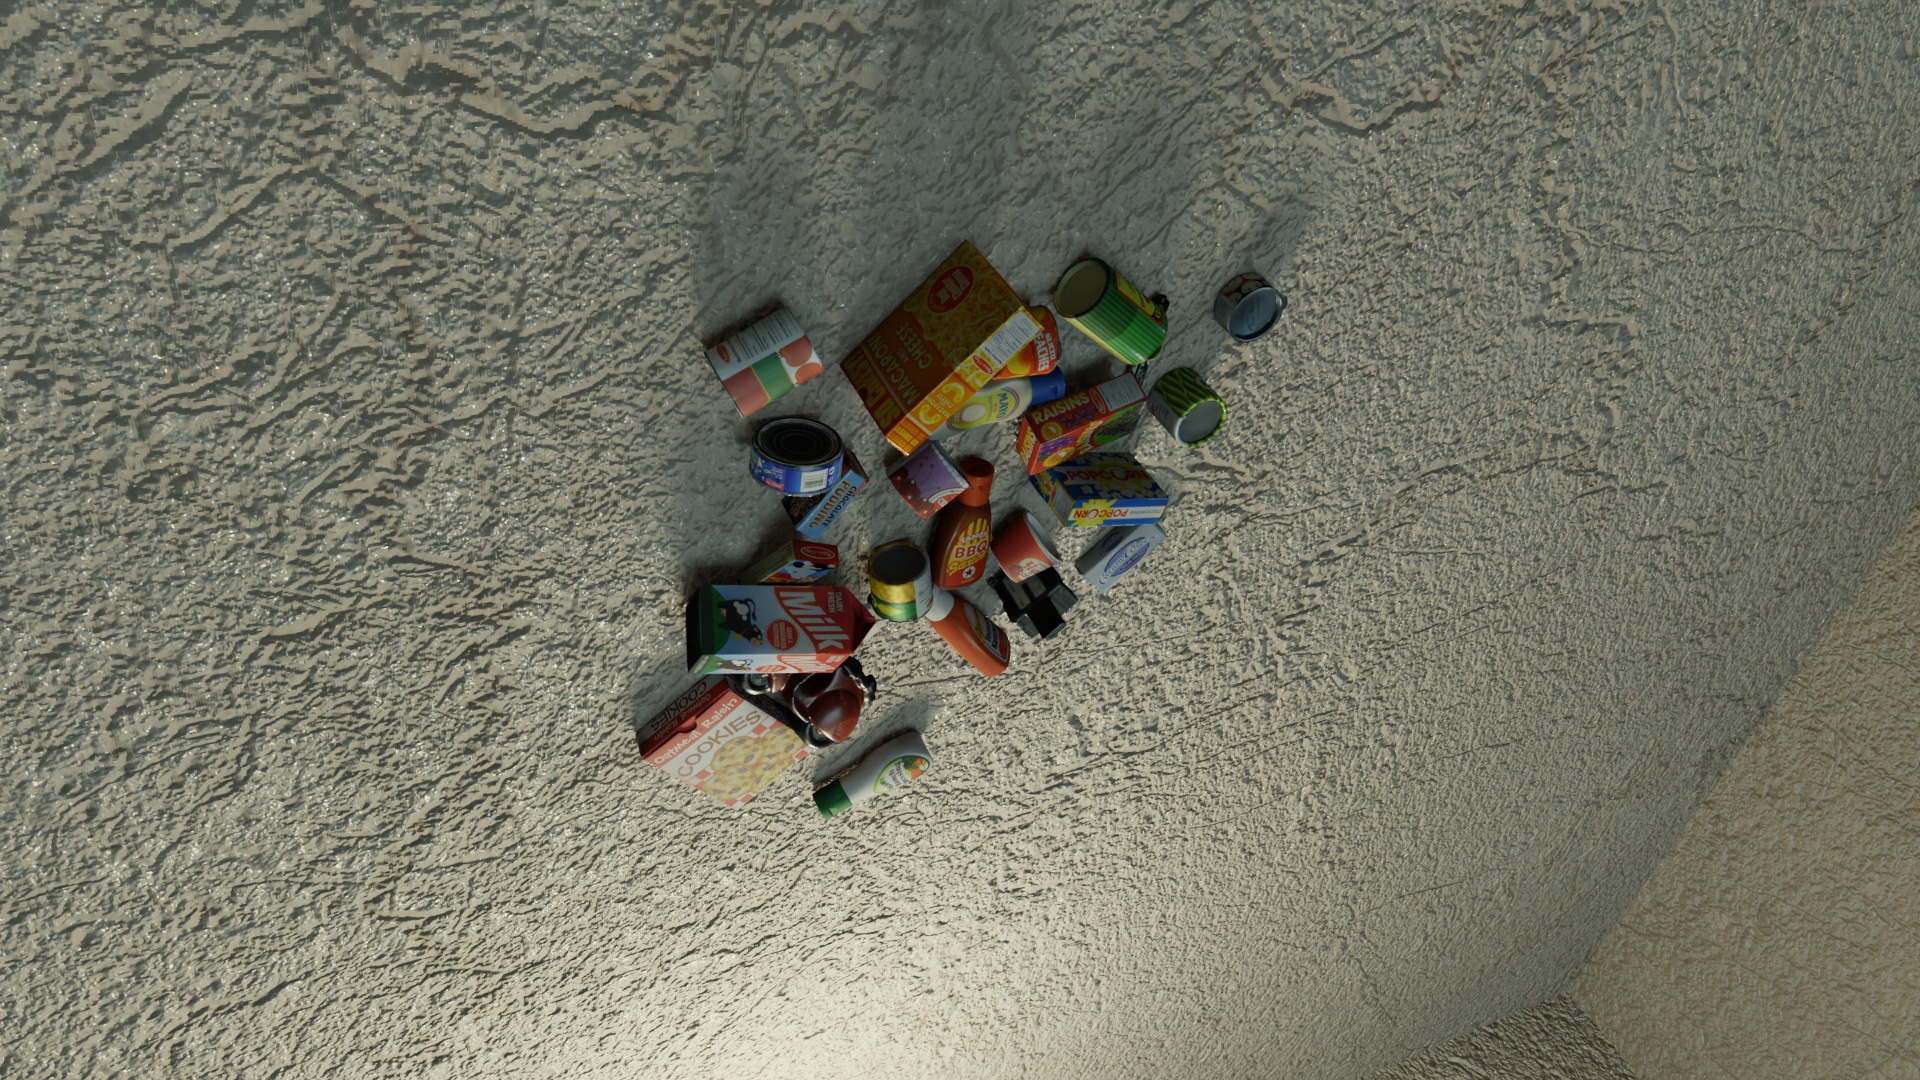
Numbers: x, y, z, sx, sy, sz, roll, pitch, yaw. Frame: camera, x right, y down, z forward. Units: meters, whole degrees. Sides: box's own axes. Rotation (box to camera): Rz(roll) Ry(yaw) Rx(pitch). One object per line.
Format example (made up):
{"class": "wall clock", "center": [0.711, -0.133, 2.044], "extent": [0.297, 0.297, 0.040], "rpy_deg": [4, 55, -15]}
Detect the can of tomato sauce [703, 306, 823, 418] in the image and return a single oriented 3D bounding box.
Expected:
{"class": "can of tomato sauce", "center": [-0.170, -0.154, 1.208], "extent": [0.083, 0.071, 0.071], "rpy_deg": [-31, 138, -4]}

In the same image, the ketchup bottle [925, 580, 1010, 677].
{"class": "ketchup bottle", "center": [-0.001, 0.093, 1.548], "extent": [0.043, 0.065, 0.148], "rpy_deg": [-28, 133, 22]}

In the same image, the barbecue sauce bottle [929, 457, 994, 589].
{"class": "barbecue sauce bottle", "center": [0.005, -0.018, 1.460], "extent": [0.065, 0.044, 0.147], "rpy_deg": [-16, 136, -32]}

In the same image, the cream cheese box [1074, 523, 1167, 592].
{"class": "cream cheese box", "center": [0.187, 0.012, 1.616], "extent": [0.103, 0.024, 0.053], "rpy_deg": [-42, 137, 9]}

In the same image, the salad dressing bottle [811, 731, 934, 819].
{"class": "salad dressing bottle", "center": [-0.106, 0.284, 1.670], "extent": [0.148, 0.044, 0.064], "rpy_deg": [-29, 137, -6]}

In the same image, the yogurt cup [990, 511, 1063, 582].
{"class": "yogurt cup", "center": [0.069, 0.009, 1.512], "extent": [0.054, 0.073, 0.072], "rpy_deg": [-34, 139, 12]}

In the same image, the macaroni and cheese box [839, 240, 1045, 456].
{"class": "macaroni and cheese box", "center": [-0.021, -0.173, 1.240], "extent": [0.166, 0.124, 0.040], "rpy_deg": [-42, 135, 9]}

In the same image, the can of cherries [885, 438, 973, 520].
{"class": "can of cherries", "center": [-0.031, -0.061, 1.378], "extent": [0.058, 0.072, 0.071], "rpy_deg": [-39, 138, 5]}

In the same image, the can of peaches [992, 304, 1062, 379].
{"class": "can of peaches", "center": [0.054, -0.187, 1.314], "extent": [0.058, 0.071, 0.070], "rpy_deg": [-9, 132, -24]}

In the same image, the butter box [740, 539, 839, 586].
{"class": "butter box", "center": [-0.170, 0.029, 1.374], "extent": [0.053, 0.024, 0.103], "rpy_deg": [9, 154, -38]}

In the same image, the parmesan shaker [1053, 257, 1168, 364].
{"class": "parmesan shaker", "center": [0.147, -0.220, 1.341], "extent": [0.071, 0.071, 0.103], "rpy_deg": [-47, 136, 14]}

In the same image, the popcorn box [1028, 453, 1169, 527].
{"class": "popcorn box", "center": [0.148, -0.055, 1.484], "extent": [0.127, 0.085, 0.038], "rpy_deg": [-2, 130, -31]}

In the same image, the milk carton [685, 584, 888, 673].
{"class": "milk carton", "center": [-0.172, 0.089, 1.389], "extent": [0.191, 0.073, 0.072], "rpy_deg": [2, 159, -23]}

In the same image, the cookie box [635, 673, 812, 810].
{"class": "cookie box", "center": [-0.253, 0.219, 1.520], "extent": [0.123, 0.040, 0.167], "rpy_deg": [-39, 138, 6]}

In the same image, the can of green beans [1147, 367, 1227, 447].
{"class": "can of green beans", "center": [0.243, -0.142, 1.484], "extent": [0.071, 0.058, 0.071], "rpy_deg": [-17, 136, -18]}

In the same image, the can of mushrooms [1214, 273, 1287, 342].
{"class": "can of mushrooms", "center": [0.302, -0.243, 1.446], "extent": [0.071, 0.033, 0.070], "rpy_deg": [-17, 135, -18]}

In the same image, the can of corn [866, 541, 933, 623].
{"class": "can of corn", "center": [-0.065, 0.043, 1.458], "extent": [0.071, 0.071, 0.058], "rpy_deg": [-19, 135, -16]}

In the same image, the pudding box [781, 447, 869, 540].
{"class": "pudding box", "center": [-0.131, -0.047, 1.344], "extent": [0.083, 0.050, 0.030], "rpy_deg": [-46, 135, 13]}

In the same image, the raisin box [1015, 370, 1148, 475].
{"class": "raisin box", "center": [0.122, -0.120, 1.420], "extent": [0.123, 0.040, 0.086], "rpy_deg": [-24, 165, -12]}

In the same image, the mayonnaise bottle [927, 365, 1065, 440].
{"class": "mayonnaise bottle", "center": [0.030, -0.142, 1.362], "extent": [0.148, 0.041, 0.064], "rpy_deg": [-15, 136, -21]}
